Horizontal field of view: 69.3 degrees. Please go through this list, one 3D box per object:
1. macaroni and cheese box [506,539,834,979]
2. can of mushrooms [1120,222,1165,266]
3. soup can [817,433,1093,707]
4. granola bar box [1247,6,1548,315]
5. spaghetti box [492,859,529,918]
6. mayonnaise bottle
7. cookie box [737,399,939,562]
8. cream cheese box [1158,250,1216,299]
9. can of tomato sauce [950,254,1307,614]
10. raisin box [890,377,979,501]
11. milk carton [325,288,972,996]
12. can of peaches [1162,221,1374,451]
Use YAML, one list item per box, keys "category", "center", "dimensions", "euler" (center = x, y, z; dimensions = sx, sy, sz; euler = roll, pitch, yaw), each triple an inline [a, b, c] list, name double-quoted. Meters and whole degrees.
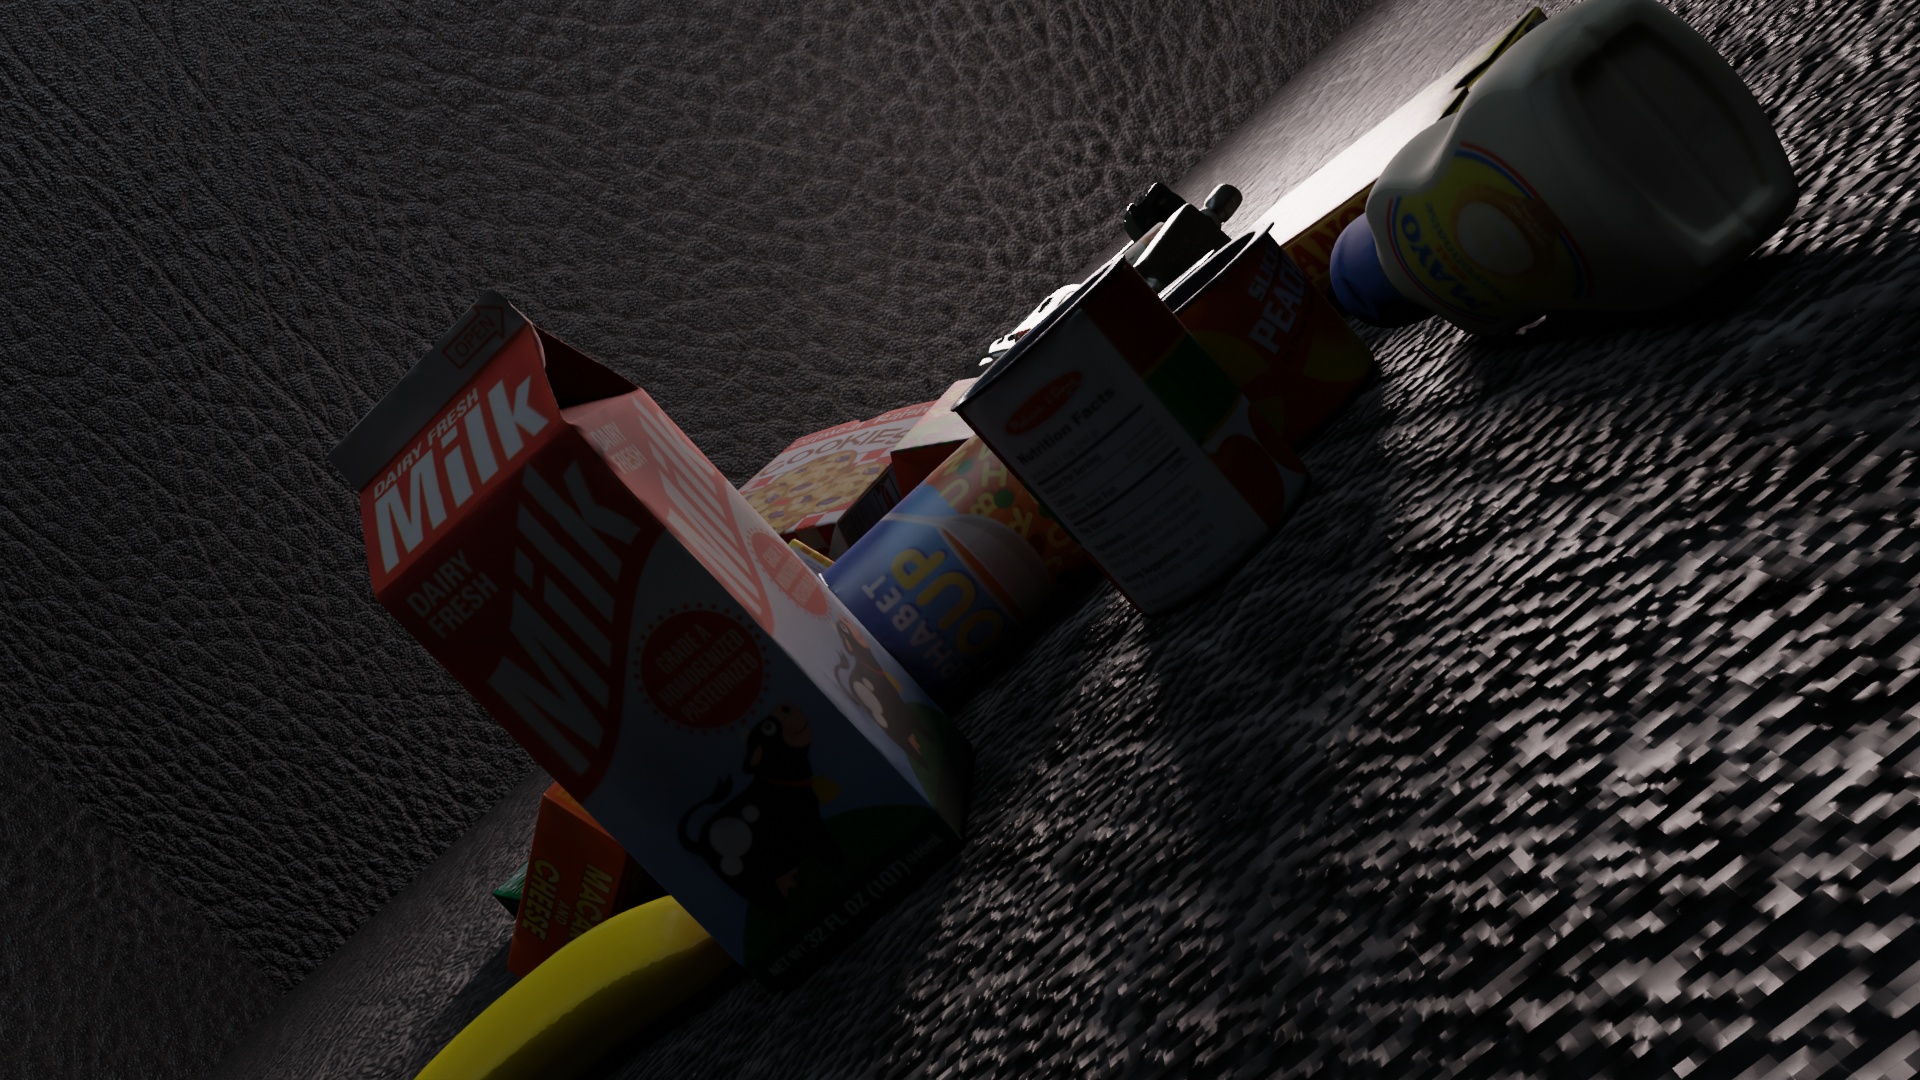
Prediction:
- category: "macaroni and cheese box"
  center: [-0.108, 0.092, 0.564]
  dimensions: [0.167, 0.040, 0.123]
  euler: [-52, -11, -48]
- category: "can of mushrooms"
  center: [0.112, -0.130, 0.718]
  dimensions: [0.033, 0.071, 0.071]
  euler: [-40, 7, 9]
- category: "soup can"
  center: [0.001, 0.010, 0.507]
  dimensions: [0.084, 0.071, 0.071]
  euler: [-43, 7, -2]
- category: "granola bar box"
  center: [0.164, -0.134, 0.576]
  dimensions: [0.125, 0.039, 0.165]
  euler: [-48, 8, -33]
- category: "spaghetti box"
  center: [-0.235, 0.201, 0.813]
  dimensions: [0.050, 0.028, 0.249]
  euler: [-45, 8, -26]
- category: "mayonnaise bottle"
  center: [0.133, -0.080, 0.343]
  dimensions: [0.041, 0.065, 0.148]
  euler: [-41, 3, -3]
- category: "cookie box"
  center: [-0.077, -0.024, 0.810]
  dimensions: [0.123, 0.040, 0.168]
  euler: [-11, 23, 30]
- category: "cream cheese box"
  center: [0.080, -0.065, 0.567]
  dimensions: [0.103, 0.053, 0.024]
  euler: [-37, 7, 38]
- category: "can of tomato sauce"
  center: [0.050, -0.031, 0.405]
  dimensions: [0.071, 0.083, 0.071]
  euler: [-42, 7, 6]
- category: "raisin box"
  center: [0.024, -0.059, 0.765]
  dimensions: [0.086, 0.040, 0.124]
  euler: [-8, 22, 21]
- category: "milk carton"
  center: [-0.086, 0.024, 0.388]
  dimensions: [0.072, 0.190, 0.073]
  euler: [-42, 7, 10]
- category: "can of peaches"
  center: [0.093, -0.061, 0.452]
  dimensions: [0.071, 0.058, 0.071]
  euler: [-41, 7, 6]
